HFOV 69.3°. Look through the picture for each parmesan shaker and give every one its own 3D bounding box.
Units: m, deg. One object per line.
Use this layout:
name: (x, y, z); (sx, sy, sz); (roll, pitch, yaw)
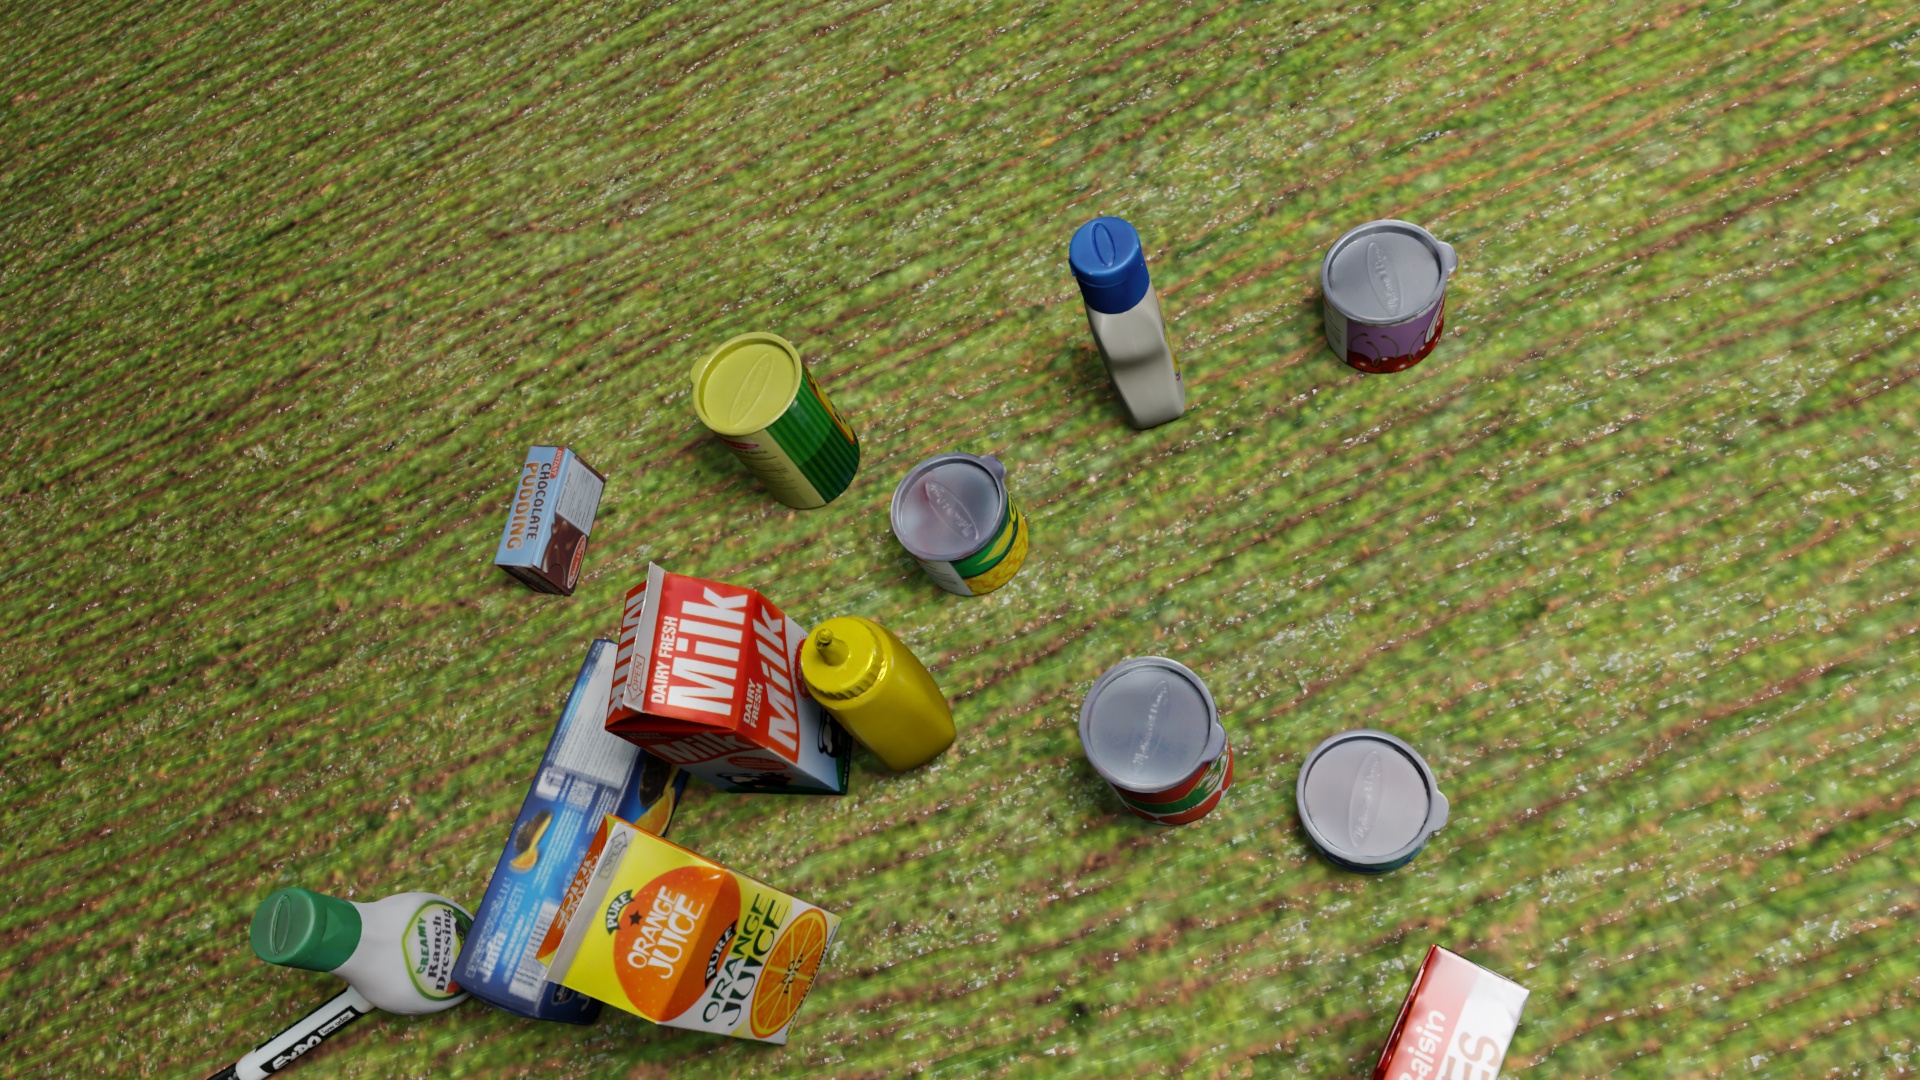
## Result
parmesan shaker: (-0.109, -0.070, 0.824); (0.071, 0.102, 0.071); (-6, 65, 14)

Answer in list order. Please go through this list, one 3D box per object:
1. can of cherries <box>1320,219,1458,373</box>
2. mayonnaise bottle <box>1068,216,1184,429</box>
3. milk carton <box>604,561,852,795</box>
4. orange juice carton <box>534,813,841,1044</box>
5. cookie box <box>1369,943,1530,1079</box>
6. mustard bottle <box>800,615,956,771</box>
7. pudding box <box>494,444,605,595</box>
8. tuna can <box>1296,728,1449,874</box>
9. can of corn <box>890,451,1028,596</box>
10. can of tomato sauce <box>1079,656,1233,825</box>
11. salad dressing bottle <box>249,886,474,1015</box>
can of cherries: (0.239, -0.135, 0.774); (0.071, 0.058, 0.072); (-6, 65, 14)
mayonnaise bottle: (0.092, -0.120, 0.761); (0.041, 0.147, 0.065); (-17, 63, 9)
milk carton: (-0.120, 0.077, 0.713); (0.073, 0.190, 0.072); (-2, 67, 16)
orange juice carton: (-0.133, 0.187, 0.666); (0.073, 0.192, 0.072); (18, 73, 23)
cookie box: (0.183, 0.238, 0.562); (0.040, 0.167, 0.123); (21, 74, 24)
mustard bottle: (-0.047, 0.072, 0.710); (0.049, 0.159, 0.065); (-33, 62, 1)
pudding box: (-0.257, -0.013, 0.874); (0.030, 0.049, 0.084); (3, 68, 18)
tuna can: (0.202, 0.129, 0.681); (0.071, 0.032, 0.071); (-6, 65, 14)
can of corn: (0.003, -0.010, 0.789); (0.071, 0.058, 0.071); (-6, 65, 14)
can of tomato sauce: (0.102, 0.102, 0.695); (0.071, 0.083, 0.071); (-6, 65, 14)
salad dressing bottle: (-0.308, 0.213, 0.732); (0.044, 0.147, 0.064); (-10, 65, 13)
